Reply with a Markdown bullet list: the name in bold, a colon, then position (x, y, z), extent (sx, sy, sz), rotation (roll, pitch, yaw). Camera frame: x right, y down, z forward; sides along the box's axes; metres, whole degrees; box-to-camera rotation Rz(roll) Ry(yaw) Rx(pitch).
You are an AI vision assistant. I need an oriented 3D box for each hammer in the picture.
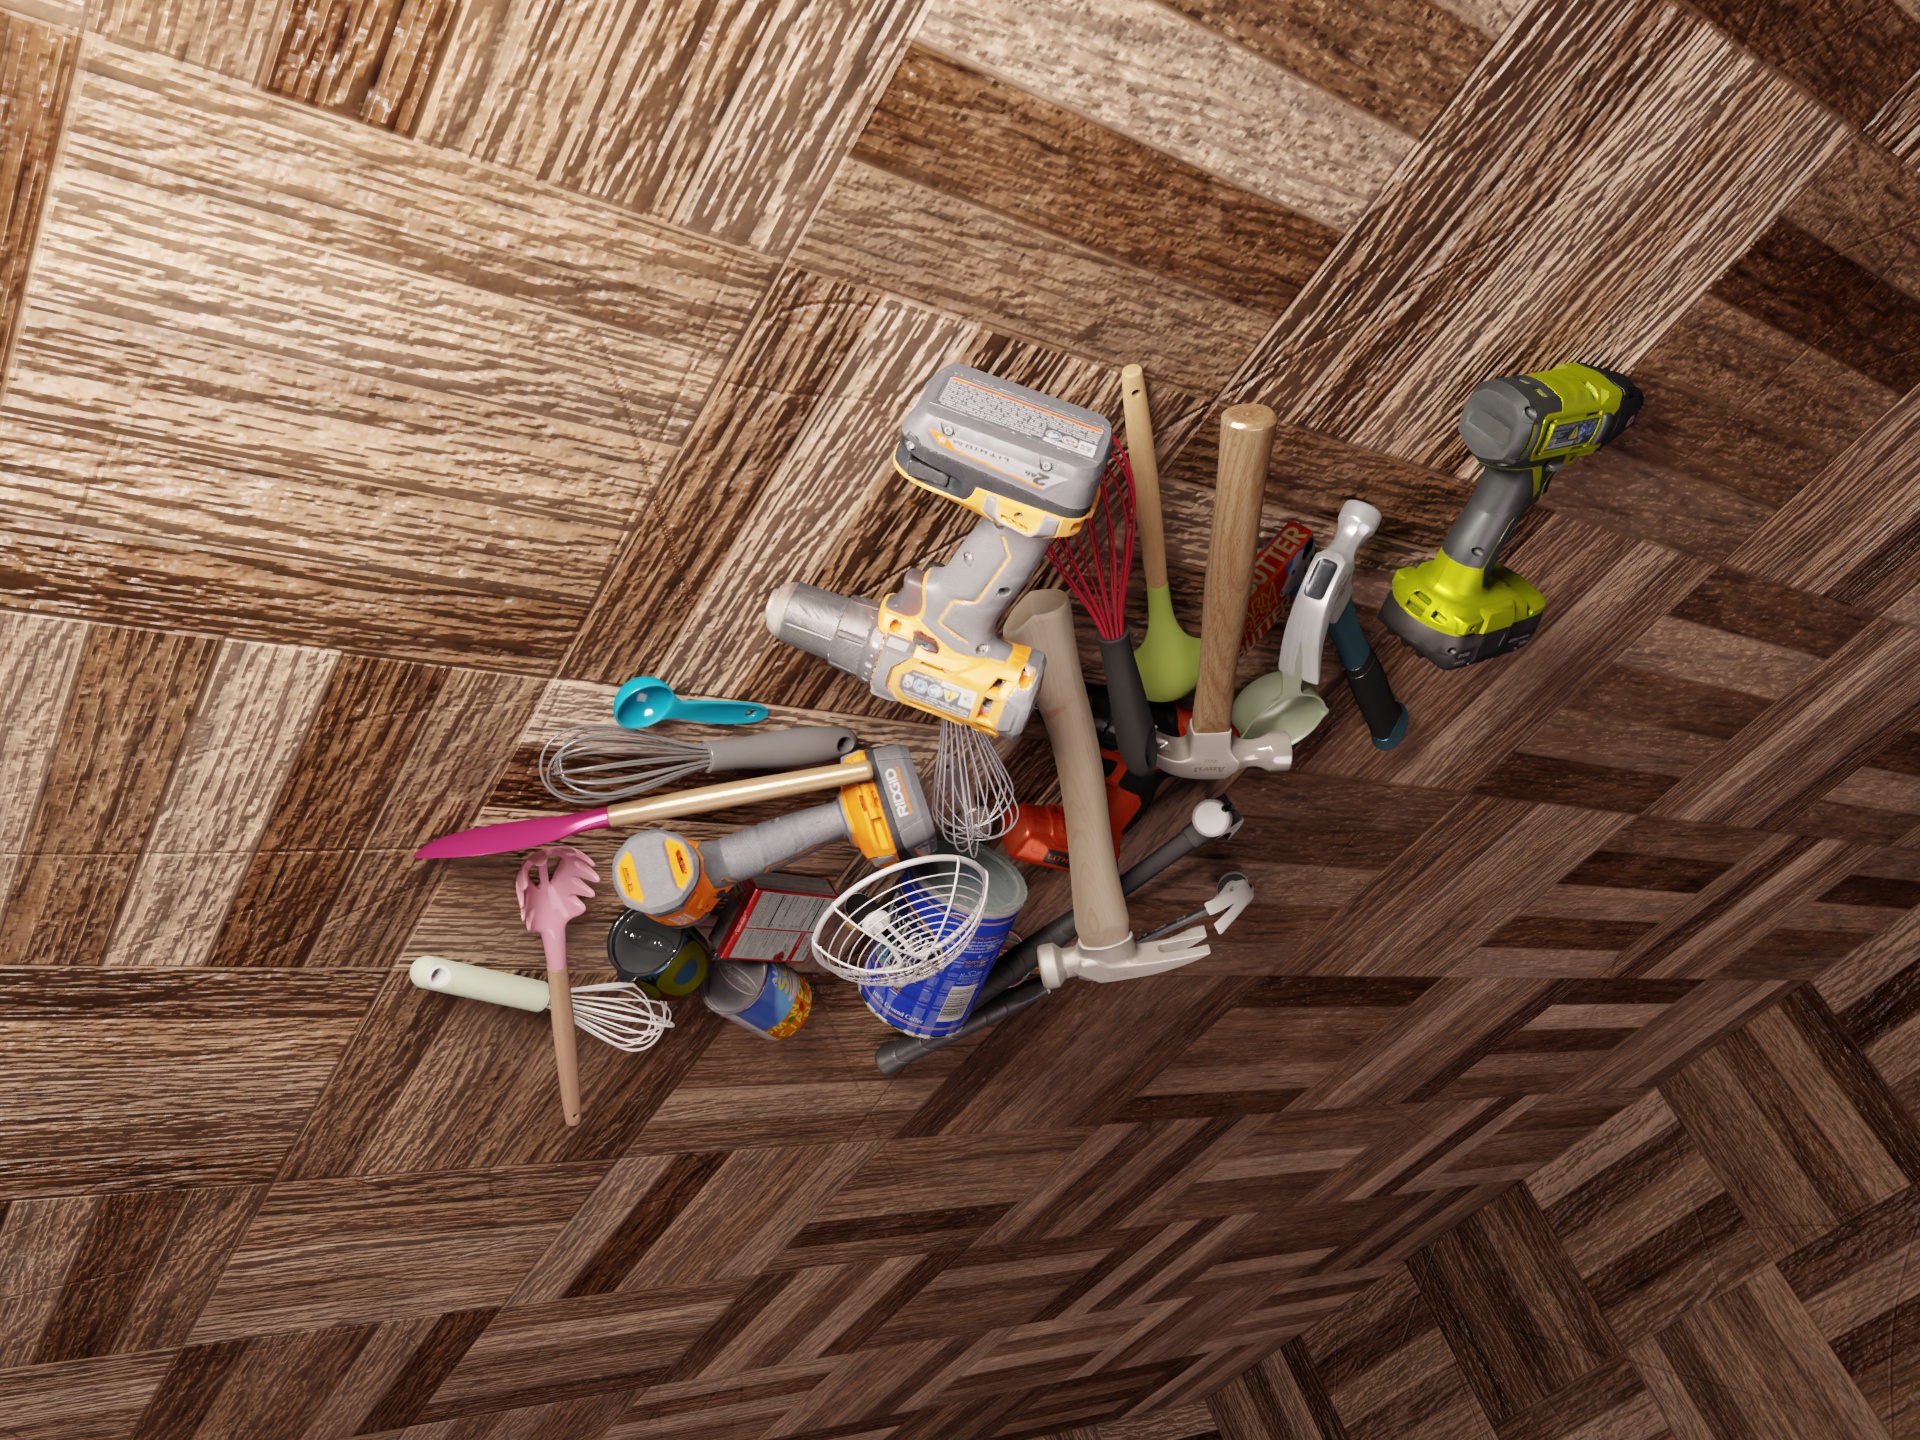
- **hammer**: position (0.182, -0.076, 1.110), extent (0.130, 0.031, 0.331), rotation (-4, 136, -1)
- **hammer**: position (0.097, 0.254, 1.554), extent (0.409, 0.036, 0.149), rotation (-27, 176, 12)
- **hammer**: position (0.106, 0.064, 1.239), extent (0.146, 0.038, 0.410), rotation (-11, 132, 4)
- **hammer**: position (0.326, -0.050, 1.298), extent (0.128, 0.033, 0.330), rotation (-60, 149, -8)
- **hammer**: position (0.112, 0.173, 1.424), extent (0.335, 0.035, 0.146), rotation (-37, 169, 12)

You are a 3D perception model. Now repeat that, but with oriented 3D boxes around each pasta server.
- **pasta server**: position (-0.310, 0.214, 1.239), extent (0.060, 0.040, 0.316), rotation (-18, 133, -29)

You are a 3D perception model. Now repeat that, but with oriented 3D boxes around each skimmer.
- **skimmer**: position (-0.063, 0.132, 1.189), extent (0.127, 0.090, 0.363), rotation (-21, -175, -10)

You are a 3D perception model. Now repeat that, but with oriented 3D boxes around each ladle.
- **ladle**: position (0.133, -0.125, 1.117), extent (0.078, 0.062, 0.319), rotation (-13, 138, 2)

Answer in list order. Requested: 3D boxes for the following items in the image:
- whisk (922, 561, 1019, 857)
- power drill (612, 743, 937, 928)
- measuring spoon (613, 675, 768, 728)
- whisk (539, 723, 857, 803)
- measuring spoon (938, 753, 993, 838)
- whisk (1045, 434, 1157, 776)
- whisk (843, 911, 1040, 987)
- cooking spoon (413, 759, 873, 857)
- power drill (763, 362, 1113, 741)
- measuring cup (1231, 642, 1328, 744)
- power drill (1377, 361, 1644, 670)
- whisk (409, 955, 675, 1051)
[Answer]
- **whisk**: position (-0.002, -0.005, 1.162), extent (0.070, 0.070, 0.284), rotation (-18, 135, -9)
- **power drill**: position (-0.135, 0.096, 1.192), extent (0.226, 0.084, 0.164), rotation (-18, 168, -4)
- **measuring spoon**: position (-0.185, -0.013, 1.092), extent (0.128, 0.021, 0.042), rotation (5, 133, -48)
- **whisk**: position (-0.178, 0.022, 1.117), extent (0.239, 0.055, 0.055), rotation (-5, 141, -33)
- **measuring spoon**: position (0.003, 0.065, 1.298), extent (0.034, 0.018, 0.124), rotation (-24, 145, -1)
- **whisk**: position (0.099, -0.075, 1.076), extent (0.073, 0.073, 0.295), rotation (-21, 127, -5)
- **whisk**: position (-0.014, 0.205, 1.458), extent (0.244, 0.047, 0.051), rotation (22, 113, -41)
- **cooking spoon**: position (-0.218, 0.062, 1.104), extent (0.319, 0.017, 0.069), rotation (-10, -172, -4)
- **power drill**: position (-0.018, -0.102, 0.983), extent (0.185, 0.084, 0.226), rotation (20, 130, 1)
- **measuring cup**: position (0.262, -0.037, 1.305), extent (0.083, 0.038, 0.167), rotation (-17, 143, -10)
- **power drill**: position (0.413, -0.156, 1.183), extent (0.171, 0.080, 0.223), rotation (-15, 136, -33)
- **whisk**: position (-0.334, 0.225, 1.291), extent (0.246, 0.059, 0.058), rotation (24, 79, -43)
